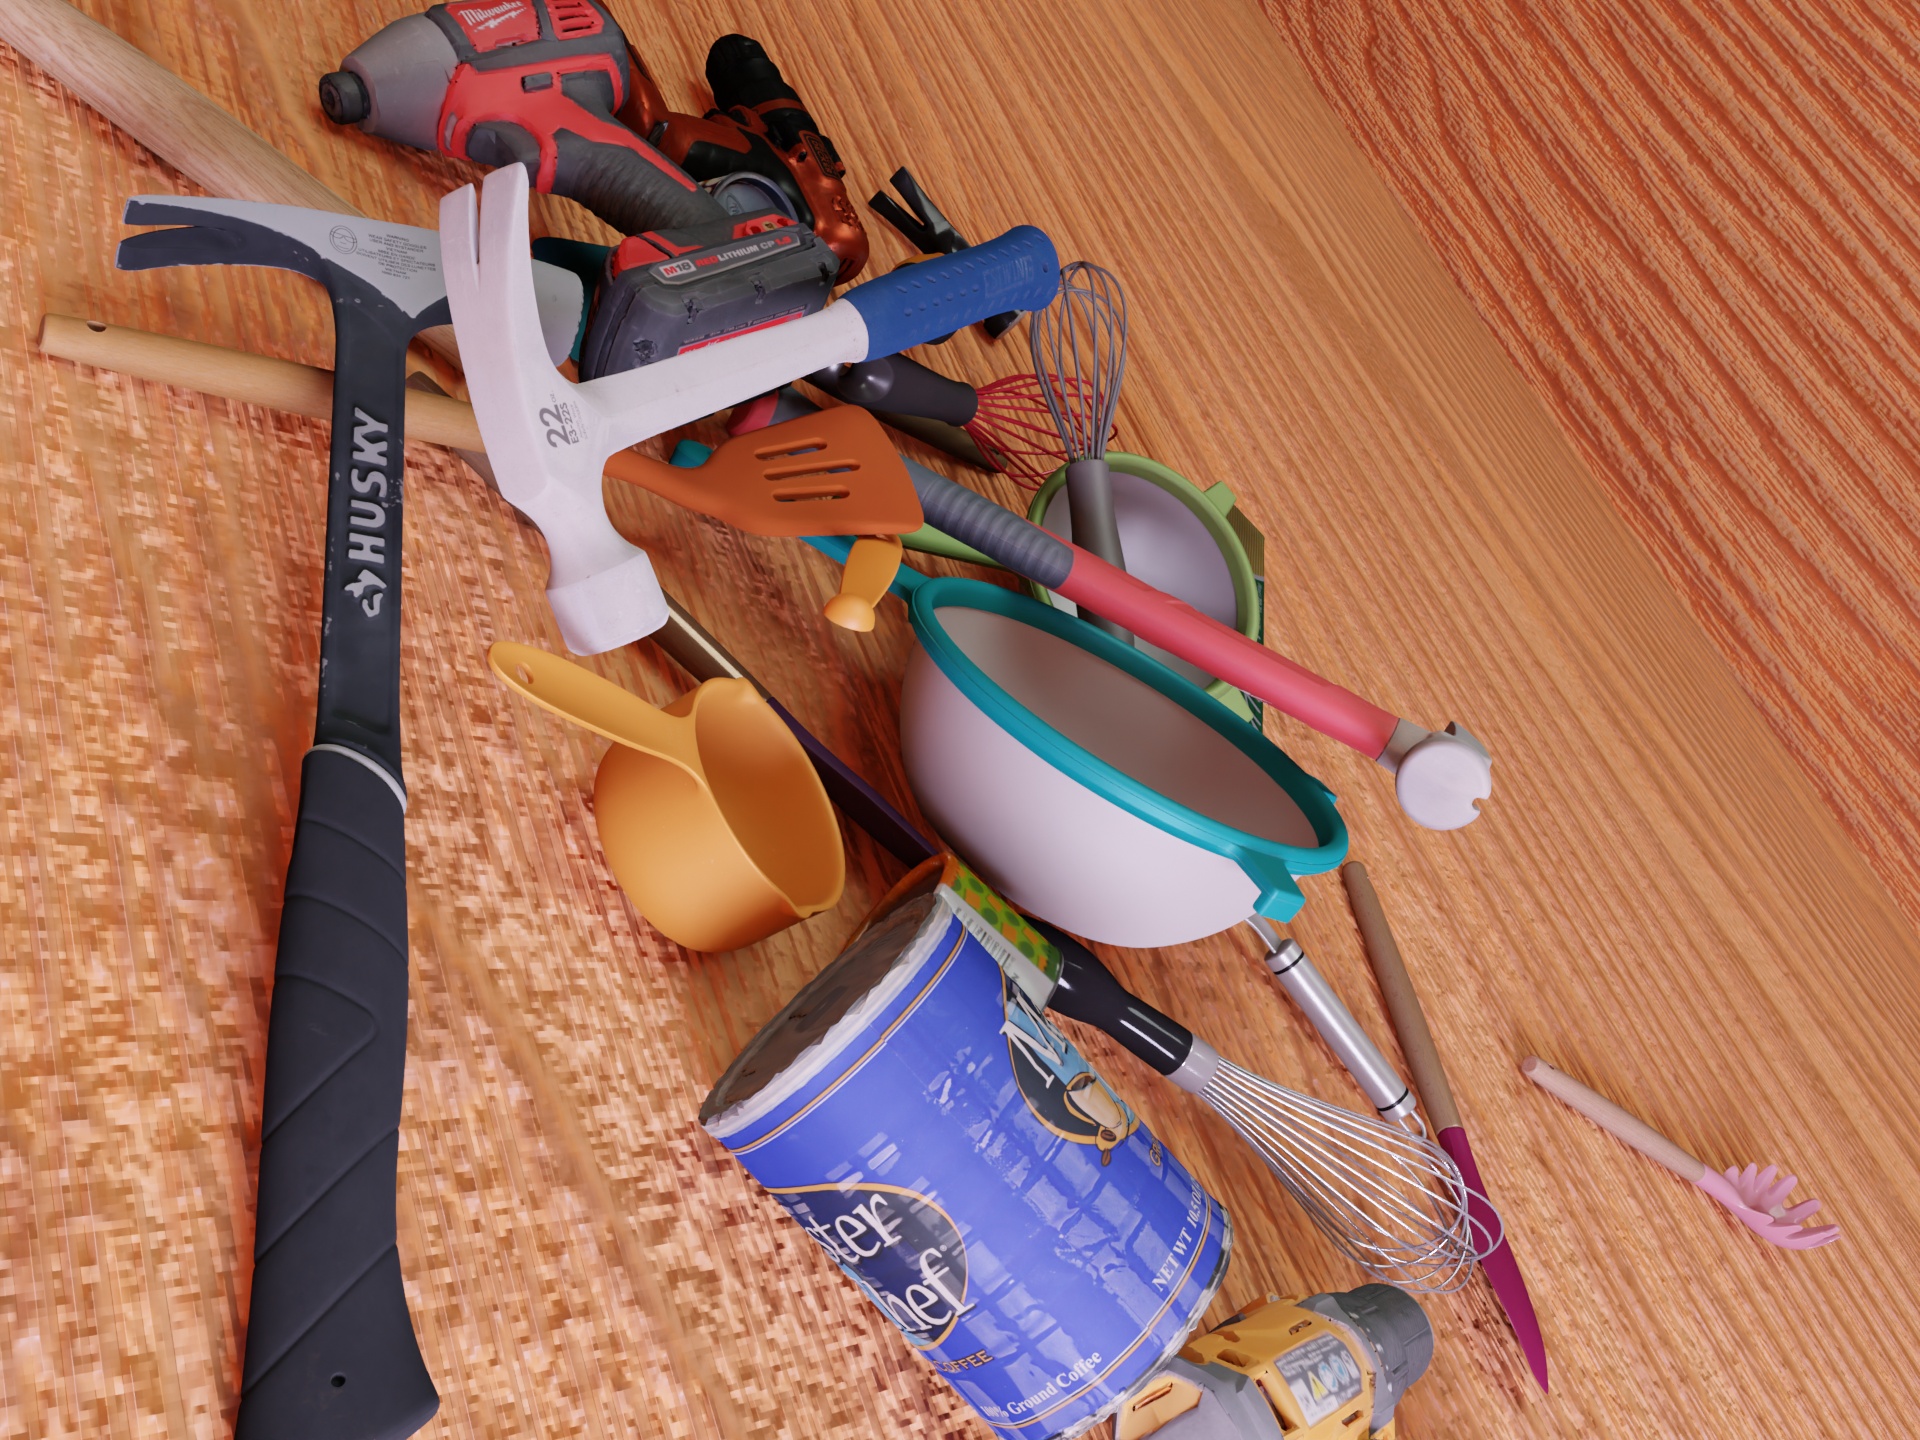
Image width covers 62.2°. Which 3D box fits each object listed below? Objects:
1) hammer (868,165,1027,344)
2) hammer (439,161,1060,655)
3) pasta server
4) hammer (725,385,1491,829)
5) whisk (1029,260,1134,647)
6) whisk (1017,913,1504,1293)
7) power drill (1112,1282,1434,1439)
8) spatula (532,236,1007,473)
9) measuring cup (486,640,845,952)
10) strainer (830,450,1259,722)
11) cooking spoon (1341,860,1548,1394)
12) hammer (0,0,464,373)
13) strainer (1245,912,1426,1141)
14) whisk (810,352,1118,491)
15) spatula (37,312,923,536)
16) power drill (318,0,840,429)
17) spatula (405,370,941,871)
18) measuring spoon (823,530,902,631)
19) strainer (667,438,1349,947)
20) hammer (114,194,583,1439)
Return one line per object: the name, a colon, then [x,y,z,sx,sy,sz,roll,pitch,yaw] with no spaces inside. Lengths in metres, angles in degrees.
hammer: [-0.017,-0.262,0.921,0.127,0.034,0.337,46,16,-11]
hammer: [-0.051,-0.160,0.636,0.405,0.035,0.144,-42,118,-56]
pasta server: [0.474,0.282,1.046,0.316,0.040,0.060,32,22,-26]
hammer: [0.064,-0.065,0.747,0.386,0.038,0.143,29,12,10]
whisk: [0.068,-0.128,0.818,0.055,0.055,0.239,11,69,-48]
whisk: [0.123,0.166,0.693,0.284,0.070,0.070,36,32,-13]
power drill: [0.164,0.310,0.560,0.185,0.084,0.226,6,47,-53]
spatula: [-0.078,-0.176,0.836,0.317,0.044,0.082,16,43,-51]
measuring cup: [-0.104,0.021,0.509,0.173,0.052,0.095,35,32,-54]
strainer: [0.038,-0.075,0.849,0.256,0.069,0.152,10,66,-25]
cooking spoon: [0.255,0.199,0.853,0.068,0.017,0.319,52,20,-41]
hammer: [-0.313,-0.239,0.580,0.331,0.031,0.130,35,34,-26]
strainer: [0.163,0.113,0.818,0.258,0.050,0.087,52,36,-3]
whisk: [0.009,-0.166,0.847,0.295,0.073,0.073,-1,57,-60]
spatula: [-0.159,-0.113,0.595,0.322,0.041,0.081,7,45,-39]
power drill: [-0.169,-0.233,0.700,0.143,0.078,0.220,-30,72,-39]
spatula: [-0.098,-0.022,0.625,0.316,0.018,0.060,43,-13,-5]
measuring spoon: [-0.036,-0.061,0.627,0.021,0.011,0.117,20,24,-4]
strainer: [-0.001,-0.002,0.694,0.340,0.095,0.211,32,17,9]
hammer: [-0.177,-0.001,0.453,0.149,0.036,0.409,10,53,-30]
